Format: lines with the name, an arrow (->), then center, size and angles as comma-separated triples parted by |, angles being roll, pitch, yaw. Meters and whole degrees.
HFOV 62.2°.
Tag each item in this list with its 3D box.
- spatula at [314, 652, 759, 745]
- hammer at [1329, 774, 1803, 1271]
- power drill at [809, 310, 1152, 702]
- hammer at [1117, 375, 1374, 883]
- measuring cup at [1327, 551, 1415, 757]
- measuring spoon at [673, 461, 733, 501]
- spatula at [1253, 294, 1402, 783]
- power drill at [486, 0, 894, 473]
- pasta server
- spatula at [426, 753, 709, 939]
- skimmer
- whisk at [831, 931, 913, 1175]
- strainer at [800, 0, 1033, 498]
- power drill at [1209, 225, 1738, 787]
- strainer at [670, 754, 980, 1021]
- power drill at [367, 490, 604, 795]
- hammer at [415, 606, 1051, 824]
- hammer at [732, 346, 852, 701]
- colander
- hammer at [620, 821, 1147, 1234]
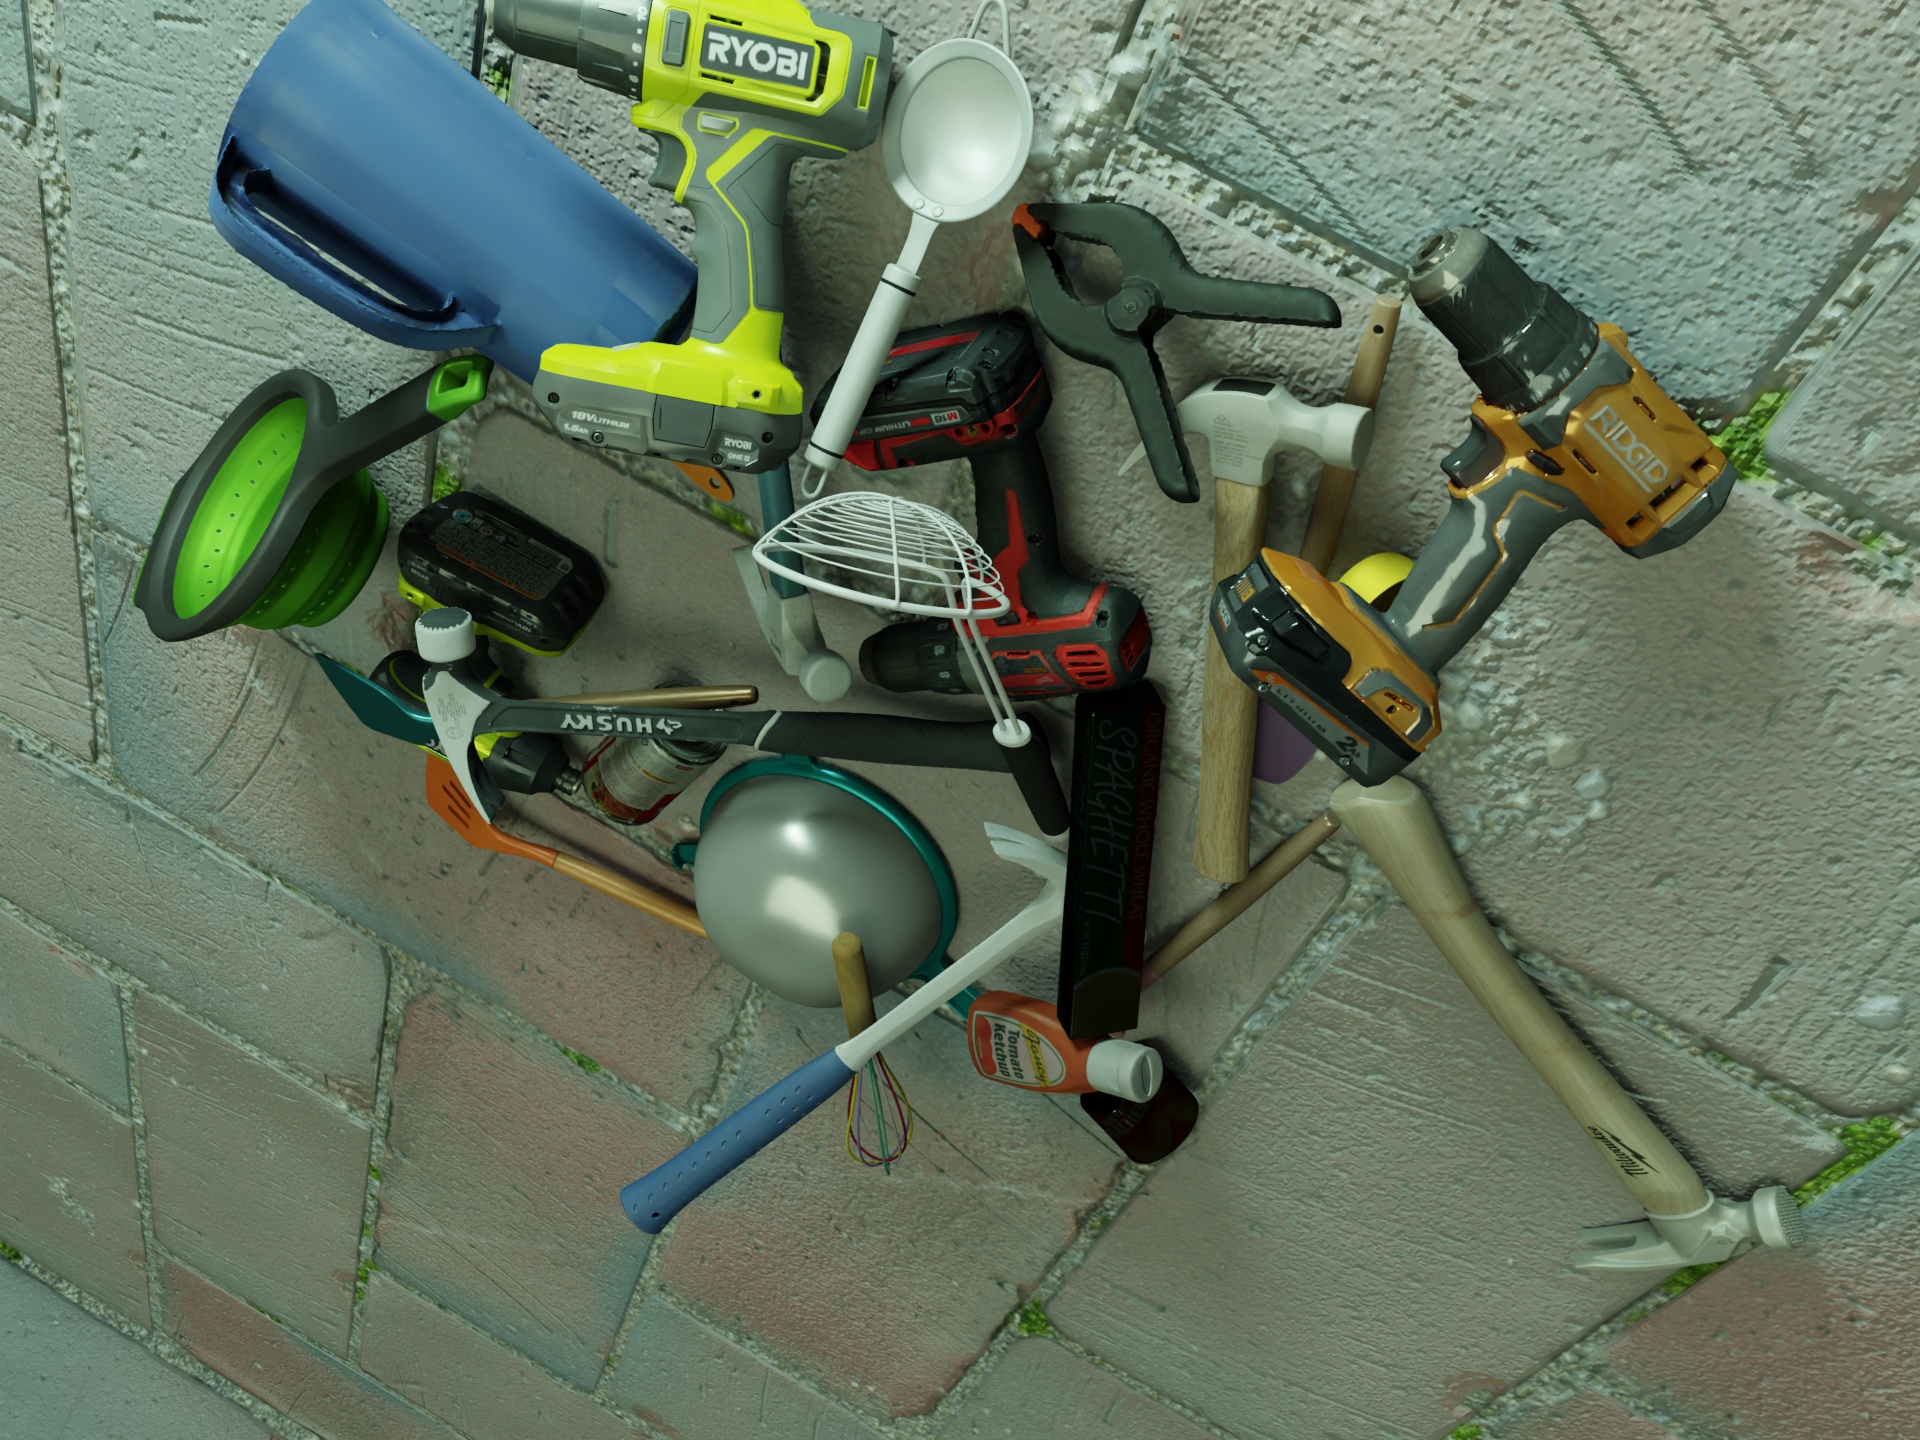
spatula -> -0.288, -0.015, 1.081 | 0.317, 0.044, 0.082 | -3, 139, 11
hammer -> 0.351, 0.195, 0.991 | 0.146, 0.038, 0.410 | -28, 109, 41
power drill -> -0.005, -0.106, 0.918 | 0.188, 0.080, 0.226 | -4, 126, 30
hammer -> 0.152, -0.038, 0.900 | 0.130, 0.031, 0.331 | 19, 133, 27
measuring cup -> 0.218, -0.034, 0.884 | 0.029, 0.062, 0.156 | 56, 158, 31
measuring spoon -> -0.185, -0.181, 0.998 | 0.117, 0.011, 0.021 | 44, 133, -14
spatula -> 0.194, -0.083, 0.867 | 0.060, 0.018, 0.315 | 22, 133, 17
power drill -> -0.146, -0.251, 0.793 | 0.190, 0.080, 0.228 | 9, 106, -10
pasta server -> 0.152, 0.157, 1.063 | 0.040, 0.060, 0.316 | 48, 130, 9
spatula -> -0.298, 0.116, 1.280 | 0.322, 0.041, 0.081 | 24, 132, 4
skimmer -> -0.001, -0.003, 0.880 | 0.127, 0.090, 0.362 | 21, 156, 29
whisk -> -0.069, 0.245, 1.141 | 0.047, 0.051, 0.244 | 0, 129, 9
strainer -> -0.026, -0.230, 0.802 | 0.087, 0.050, 0.258 | 32, 105, 23
power drill -> 0.220, -0.099, 0.748 | 0.185, 0.084, 0.226 | 39, 109, -19
strainer -> -0.068, 0.180, 1.157 | 0.340, 0.095, 0.211 | 42, 133, -6
power drill -> -0.336, -0.041, 1.142 | 0.171, 0.080, 0.223 | 28, 136, -1
hammer -> -0.145, 0.010, 1.032 | 0.409, 0.036, 0.149 | 4, 120, 5
hammer -> -0.111, -0.181, 0.908 | 0.128, 0.033, 0.330 | -135, 35, -55
colander -> -0.400, -0.146, 1.044 | 0.397, 0.205, 0.094 | -14, 149, 38
hammer -> -0.072, 0.220, 1.080 | 0.405, 0.035, 0.144 | -38, 122, 11
